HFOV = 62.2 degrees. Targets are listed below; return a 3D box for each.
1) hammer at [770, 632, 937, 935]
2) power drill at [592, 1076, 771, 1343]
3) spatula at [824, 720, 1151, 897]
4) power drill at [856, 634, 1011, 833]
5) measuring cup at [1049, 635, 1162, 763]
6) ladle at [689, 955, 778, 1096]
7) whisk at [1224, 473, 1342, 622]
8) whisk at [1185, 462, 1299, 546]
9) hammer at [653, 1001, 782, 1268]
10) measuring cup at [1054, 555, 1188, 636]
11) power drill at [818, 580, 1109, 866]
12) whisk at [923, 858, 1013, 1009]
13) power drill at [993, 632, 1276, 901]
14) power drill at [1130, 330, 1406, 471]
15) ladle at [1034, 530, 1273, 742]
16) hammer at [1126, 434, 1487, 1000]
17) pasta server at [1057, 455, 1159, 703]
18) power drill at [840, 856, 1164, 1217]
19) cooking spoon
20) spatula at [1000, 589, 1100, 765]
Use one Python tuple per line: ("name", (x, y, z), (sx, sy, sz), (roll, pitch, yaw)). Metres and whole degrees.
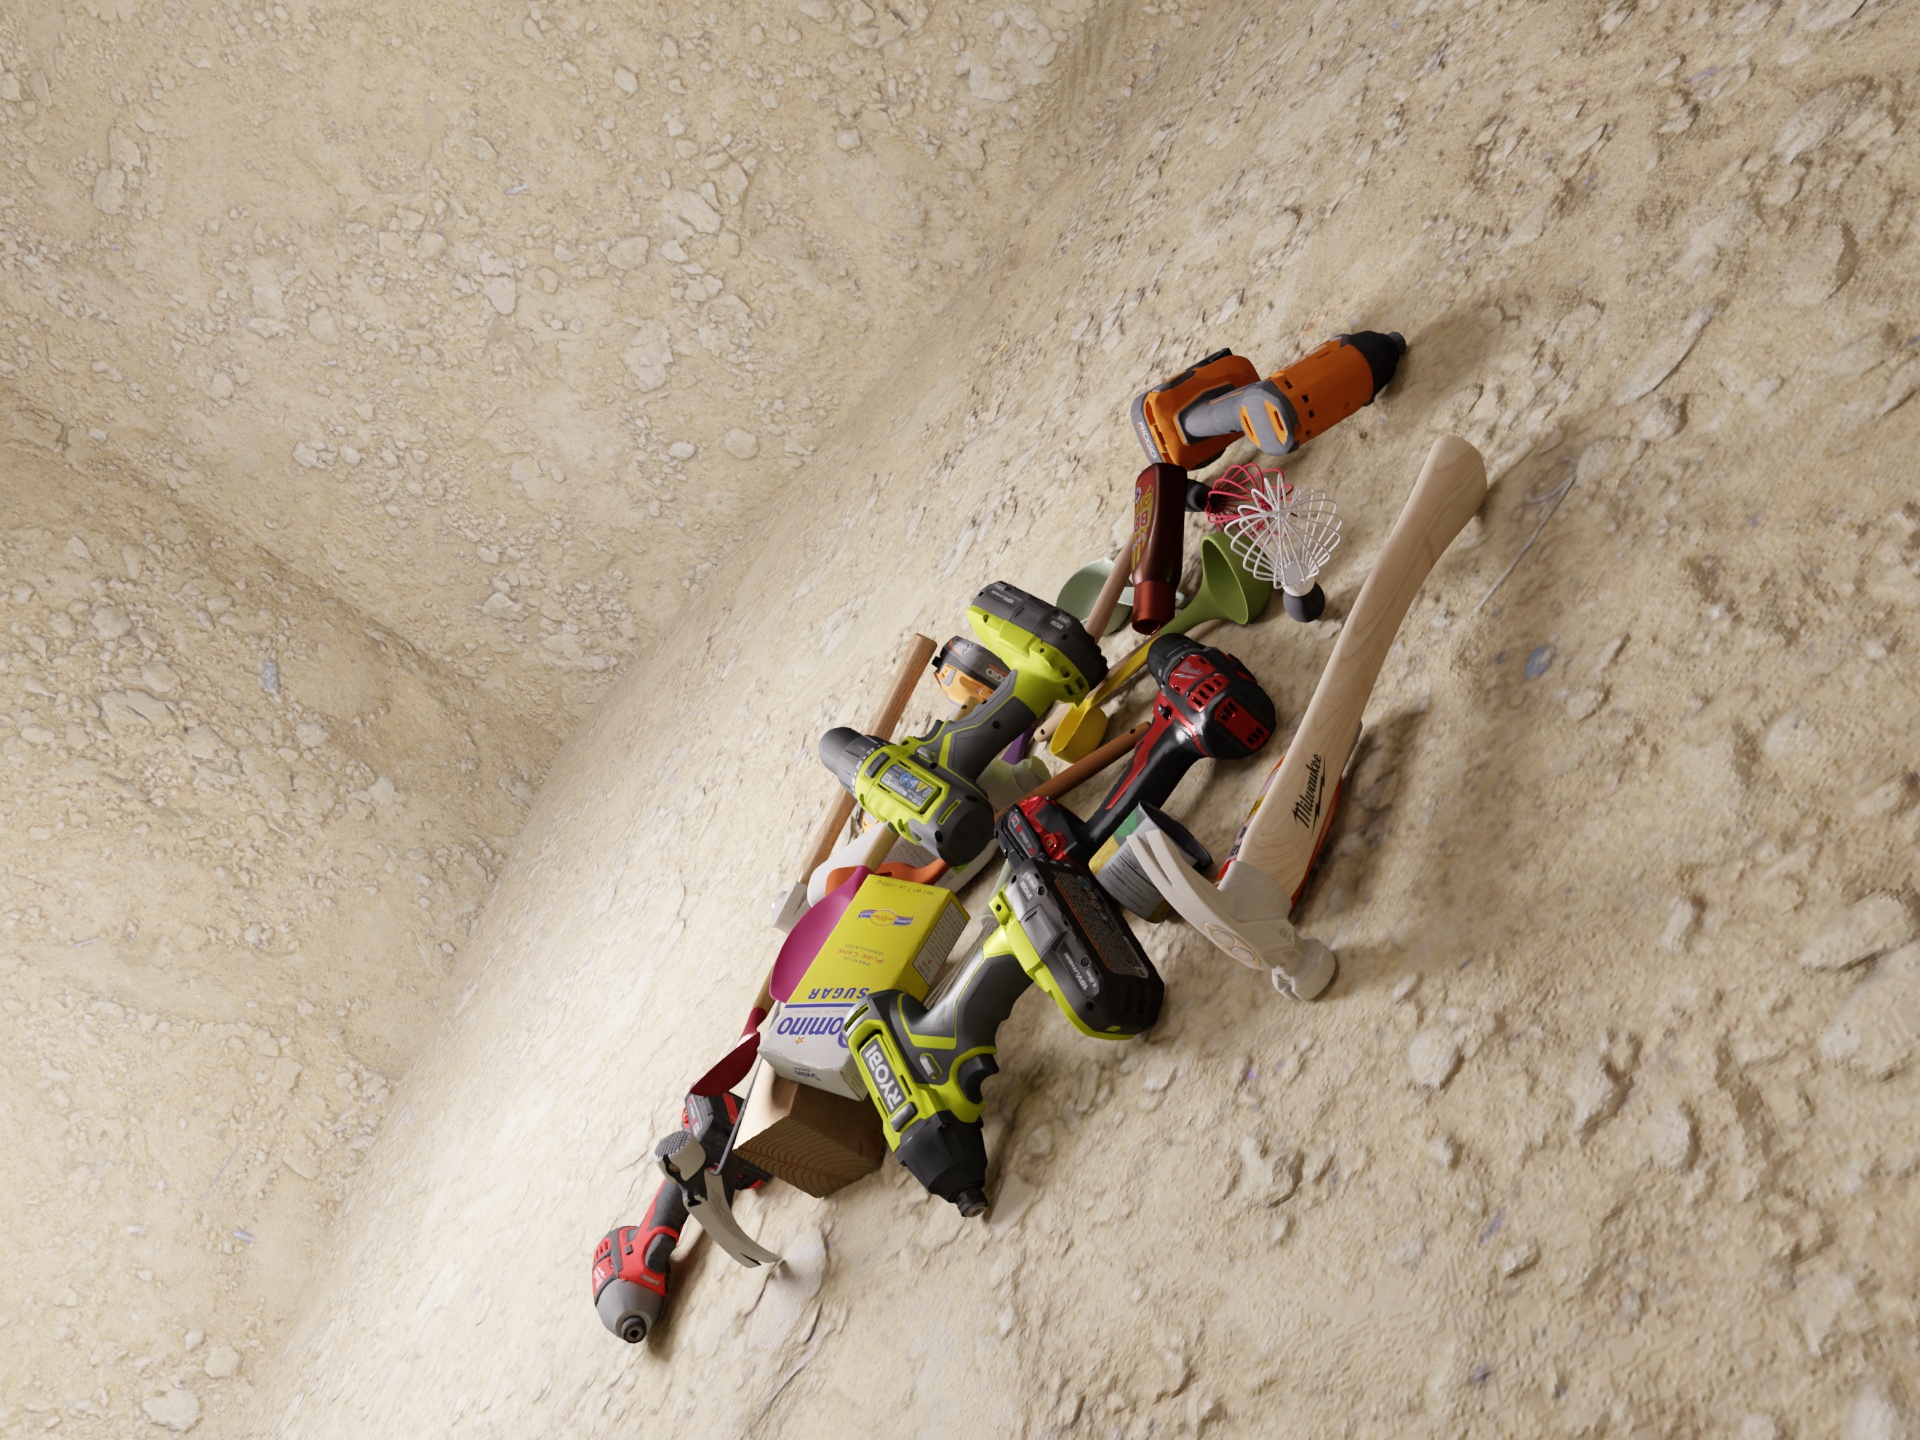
("hammer", (-0.107, 0.064, 1.598), (0.331, 0.031, 0.130), (-64, 9, 0))
("power drill", (-0.256, 0.448, 1.435), (0.219, 0.078, 0.143), (-57, 19, 1))
("spatula", (0.022, 0.085, 1.339), (0.322, 0.041, 0.081), (-34, 33, 17))
("power drill", (-0.030, 0.029, 1.604), (0.226, 0.084, 0.185), (-59, 17, 0))
("measuring cup", (0.131, -0.017, 1.347), (0.156, 0.029, 0.062), (-46, 17, 38))
("ladle", (-0.173, 0.246, 1.392), (0.069, 0.031, 0.315), (-43, 7, 16))
("whisk", (0.222, -0.102, 1.064), (0.070, 0.070, 0.284), (-54, -17, 3))
("whisk", (0.230, -0.193, 1.397), (0.073, 0.073, 0.296), (-53, 12, 4))
("hammer", (-0.166, 0.307, 1.424), (0.036, 0.149, 0.409), (-20, 21, 18))
("measuring cup", (0.157, -0.106, 1.466), (0.168, 0.038, 0.083), (12, 67, 51))
("power drill", (-0.002, -0.004, 1.354), (0.191, 0.080, 0.228), (31, 75, 41))
("whisk", (0.024, 0.171, 1.282), (0.059, 0.057, 0.246), (2, 46, 27))
("power drill", (0.130, 0.033, 1.218), (0.226, 0.080, 0.188), (-49, 20, 8))
("power drill", (0.268, -0.282, 1.376), (0.164, 0.084, 0.226), (-32, 17, -21))
("ladle", (0.150, -0.057, 1.354), (0.062, 0.078, 0.320), (-13, -19, -42))
("hammer", (0.241, -0.035, 1.000), (0.038, 0.146, 0.411), (-21, 34, 57))
("pasta server", (0.146, -0.150, 1.453), (0.316, 0.040, 0.060), (-63, -21, -22))
("power drill", (0.026, 0.217, 1.095), (0.223, 0.080, 0.171), (-47, 53, 22))
("cooking spoon", (-0.066, 0.107, 1.364), (0.069, 0.017, 0.319), (11, 61, 43))
("spatula", (0.075, -0.014, 1.513), (0.060, 0.018, 0.316), (-5, 53, 59))
